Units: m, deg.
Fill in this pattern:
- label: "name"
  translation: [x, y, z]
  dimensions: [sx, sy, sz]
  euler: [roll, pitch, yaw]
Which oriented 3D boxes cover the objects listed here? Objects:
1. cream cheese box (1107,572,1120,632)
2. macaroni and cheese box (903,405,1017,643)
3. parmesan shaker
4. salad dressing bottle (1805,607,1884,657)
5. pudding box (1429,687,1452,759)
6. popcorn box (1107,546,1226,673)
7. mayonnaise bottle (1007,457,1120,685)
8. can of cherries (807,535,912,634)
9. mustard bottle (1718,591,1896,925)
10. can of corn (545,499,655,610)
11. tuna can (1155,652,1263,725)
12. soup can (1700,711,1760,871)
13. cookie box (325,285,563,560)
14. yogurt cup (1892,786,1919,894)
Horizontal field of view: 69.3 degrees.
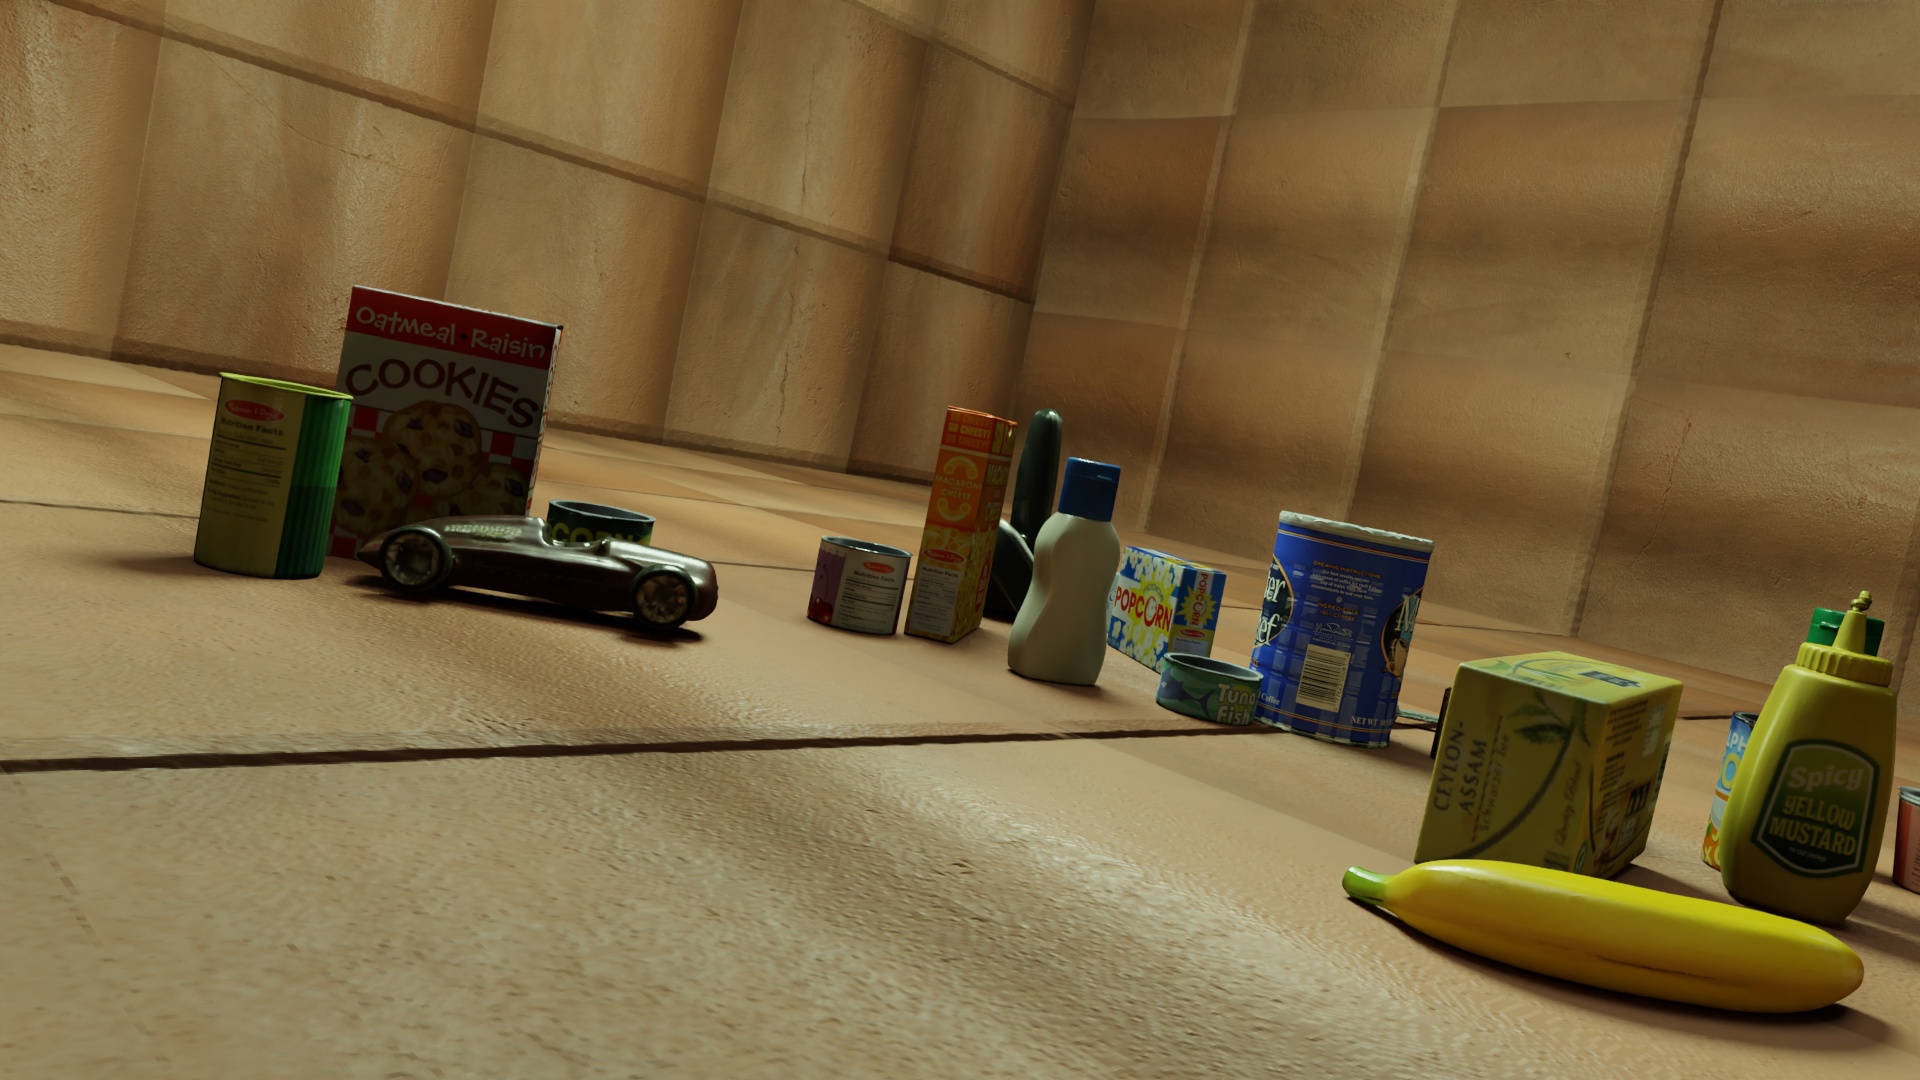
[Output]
- label: "cream cheese box"
  translation: [0.116, 0.050, 1.265]
  dimensions: [0.104, 0.053, 0.024]
  euler: [15, 5, 43]
- label: "macaroni and cheese box"
  translation: [0.004, -0.013, 1.046]
  dimensions: [0.040, 0.166, 0.124]
  euler: [12, 4, 9]
- label: "parmesan shaker"
  translation: [-0.383, -0.036, 0.770]
  dimensions: [0.071, 0.103, 0.071]
  euler: [11, 4, -1]
- label: "salad dressing bottle"
  translation: [0.515, 0.115, 0.830]
  dimensions: [0.044, 0.147, 0.064]
  euler: [9, 4, -30]
- label: "pudding box"
  translation: [0.356, 0.127, 0.910]
  dimensions: [0.084, 0.049, 0.030]
  euler: [10, 4, -12]
- label: "popcorn box"
  translation: [0.161, 0.055, 1.101]
  dimensions: [0.038, 0.085, 0.127]
  euler: [10, 4, -15]
- label: "mayonnaise bottle"
  translation: [0.075, 0.020, 0.927]
  dimensions: [0.065, 0.148, 0.041]
  euler: [10, 4, -23]
- label: "can of cherries"
  translation: [-0.072, 0.031, 0.991]
  dimensions: [0.071, 0.058, 0.071]
  euler: [11, 4, -1]
- label: "mustard bottle"
  translation: [0.418, 0.102, 0.675]
  dimensions: [0.065, 0.160, 0.049]
  euler: [13, 4, 18]
- label: "can of corn"
  translation: [-0.230, 0.009, 0.872]
  dimensions: [0.071, 0.058, 0.071]
  euler: [11, 4, -1]
- label: "tuna can"
  translation: [0.165, 0.098, 0.912]
  dimensions: [0.071, 0.033, 0.071]
  euler: [11, 4, -1]
- label: "soup can"
  translation: [0.437, 0.140, 0.740]
  dimensions: [0.071, 0.083, 0.071]
  euler: [11, 4, -1]
- label: "cookie box"
  translation: [-0.328, -0.066, 0.874]
  dimensions: [0.123, 0.167, 0.040]
  euler: [10, 4, -12]
- label: "yogurt cup"
  translation: [0.567, 0.177, 0.789]
  dimensions: [0.072, 0.054, 0.072]
  euler: [11, 4, -1]
